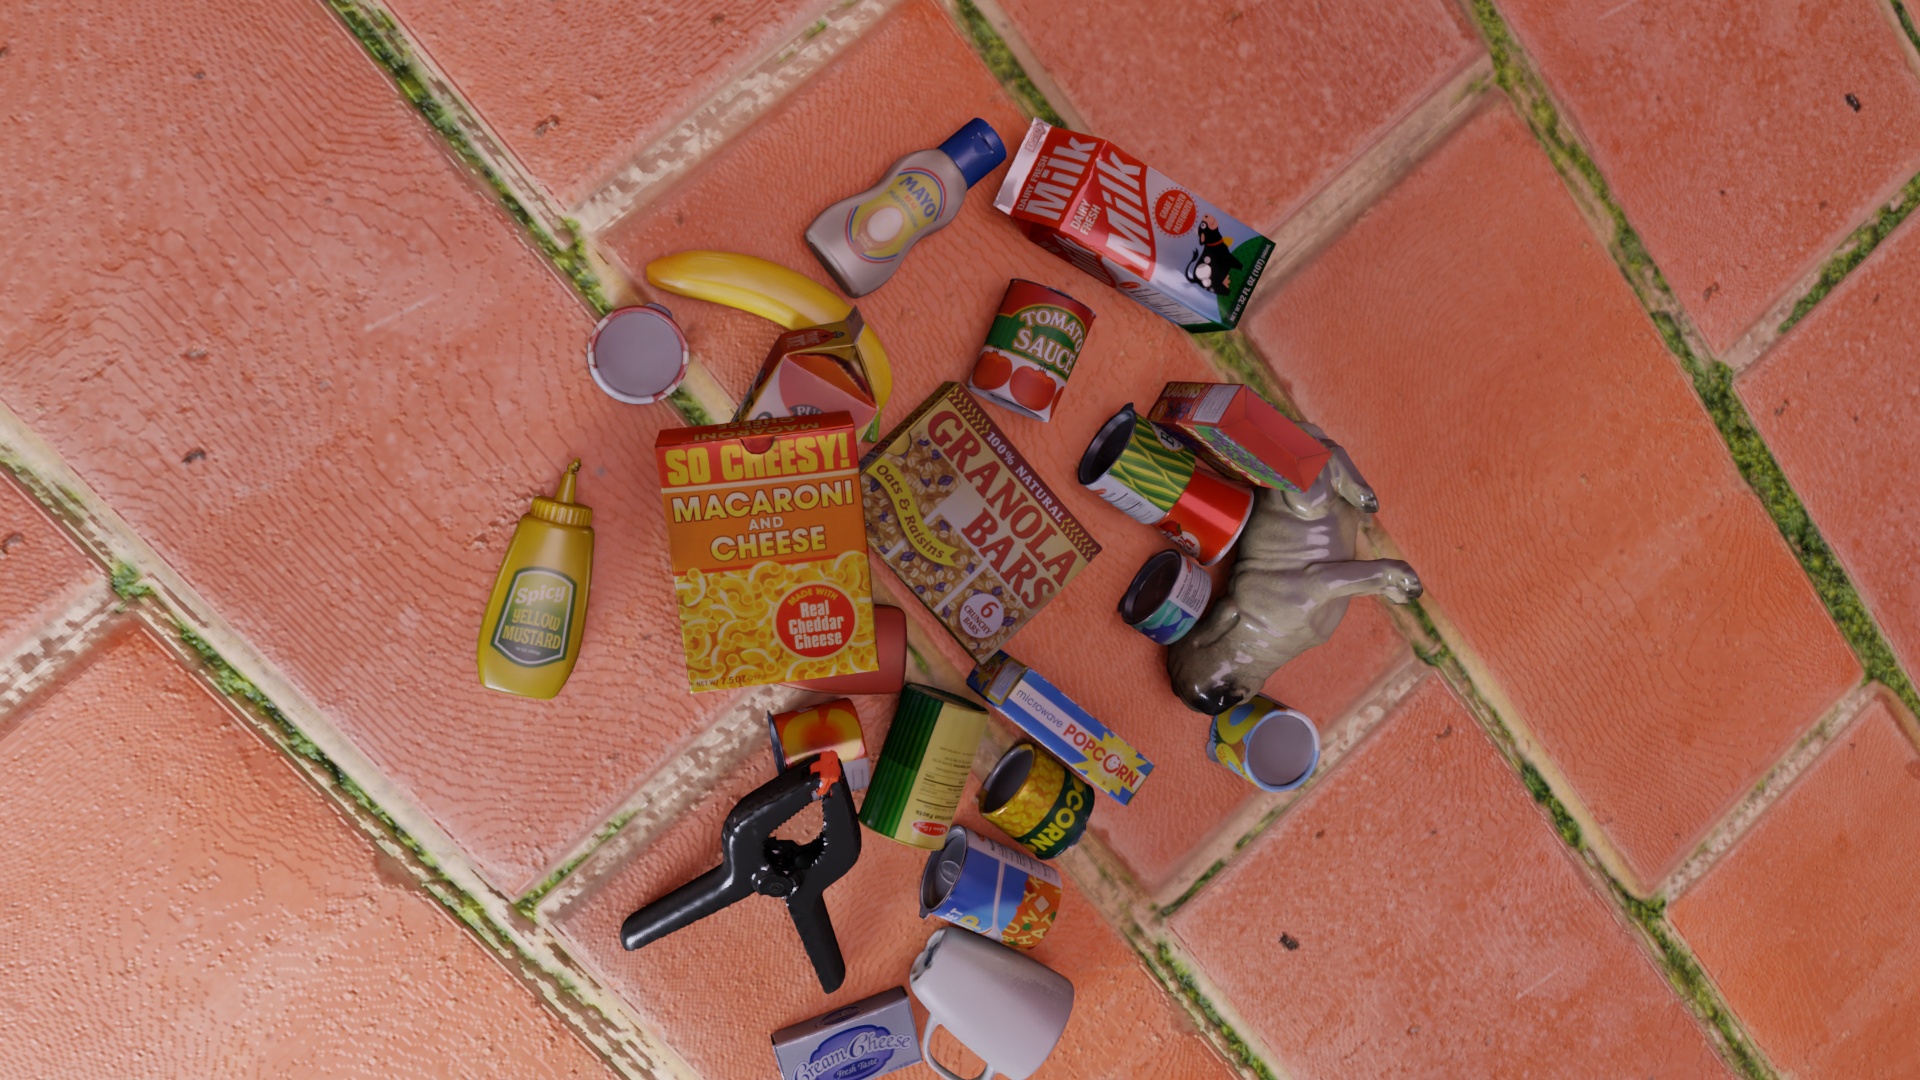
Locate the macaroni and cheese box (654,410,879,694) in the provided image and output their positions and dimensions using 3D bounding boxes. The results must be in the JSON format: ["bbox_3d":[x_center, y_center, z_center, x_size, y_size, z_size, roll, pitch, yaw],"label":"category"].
[{"bbox_3d":[-0.120,0.008,0.882,0.124,0.040,0.165,-7,109,-7],"label":"macaroni and cheese box"}]

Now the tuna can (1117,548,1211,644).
[{"bbox_3d":[0.151,0.043,1.032,0.033,0.071,0.071,34,87,-17],"label":"tuna can"}]

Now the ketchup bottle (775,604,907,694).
[{"bbox_3d":[-0.113,0.075,0.970,0.149,0.043,0.064,2,89,-16],"label":"ketchup bottle"}]

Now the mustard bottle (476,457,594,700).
[{"bbox_3d":[-0.274,0.022,0.917,0.065,0.049,0.160,12,93,-18],"label":"mustard bottle"}]

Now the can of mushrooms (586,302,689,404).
[{"bbox_3d":[-0.214,-0.126,0.927,0.071,0.033,0.071,-2,96,-15],"label":"can of mushrooms"}]

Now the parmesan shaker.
[{"bbox_3d":[-0.024,0.161,0.994,0.071,0.071,0.103,19,90,-17],"label":"parmesan shaker"}]

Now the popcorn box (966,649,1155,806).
[{"bbox_3d":[0.071,0.133,1.006,0.126,0.085,0.038,39,84,-16],"label":"popcorn box"}]

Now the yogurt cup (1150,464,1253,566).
[{"bbox_3d":[0.177,-0.022,1.032,0.054,0.072,0.072,30,88,-9],"label":"yogurt cup"}]

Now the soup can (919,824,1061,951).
[{"bbox_3d":[0.021,0.257,1.015,0.084,0.071,0.071,28,88,-17],"label":"soup can"}]

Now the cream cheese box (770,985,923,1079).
[{"bbox_3d":[-0.082,0.372,1.020,0.104,0.024,0.053,-16,100,-13],"label":"cream cheese box"}]

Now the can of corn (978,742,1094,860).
[{"bbox_3d":[0.056,0.191,1.016,0.058,0.071,0.071,39,85,-15],"label":"can of corn"}]

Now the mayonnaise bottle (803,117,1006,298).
[{"bbox_3d":[-0.035,-0.234,0.961,0.148,0.041,0.064,-41,103,-8],"label":"mayonnaise bottle"}]

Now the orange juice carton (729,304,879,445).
[{"bbox_3d":[-0.114,-0.067,0.919,0.073,0.072,0.192,28,102,-17],"label":"orange juice carton"}]

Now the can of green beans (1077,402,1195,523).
[{"bbox_3d":[0.128,-0.054,1.013,0.058,0.071,0.071,32,87,-17],"label":"can of green beans"}]

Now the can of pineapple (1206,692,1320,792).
[{"bbox_3d":[0.233,0.156,1.068,0.071,0.058,0.071,-2,97,-15],"label":"can of pineapple"}]

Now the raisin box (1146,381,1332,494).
[{"bbox_3d":[0.197,-0.077,1.000,0.086,0.123,0.040,33,88,-17],"label":"raisin box"}]

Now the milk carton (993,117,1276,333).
[{"bbox_3d":[0.119,-0.223,0.989,0.190,0.073,0.072,26,89,-16],"label":"milk carton"}]

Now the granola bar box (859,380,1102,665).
[{"bbox_3d":[0.004,-0.012,0.996,0.124,0.039,0.165,-44,105,-8],"label":"granola bar box"}]

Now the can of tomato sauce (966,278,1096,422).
[{"bbox_3d":[0.050,-0.134,0.980,0.071,0.071,0.083,23,90,-17],"label":"can of tomato sauce"}]

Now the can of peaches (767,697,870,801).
[{"bbox_3d":[-0.099,0.145,0.971,0.058,0.071,0.071,-12,99,-14],"label":"can of peaches"}]
